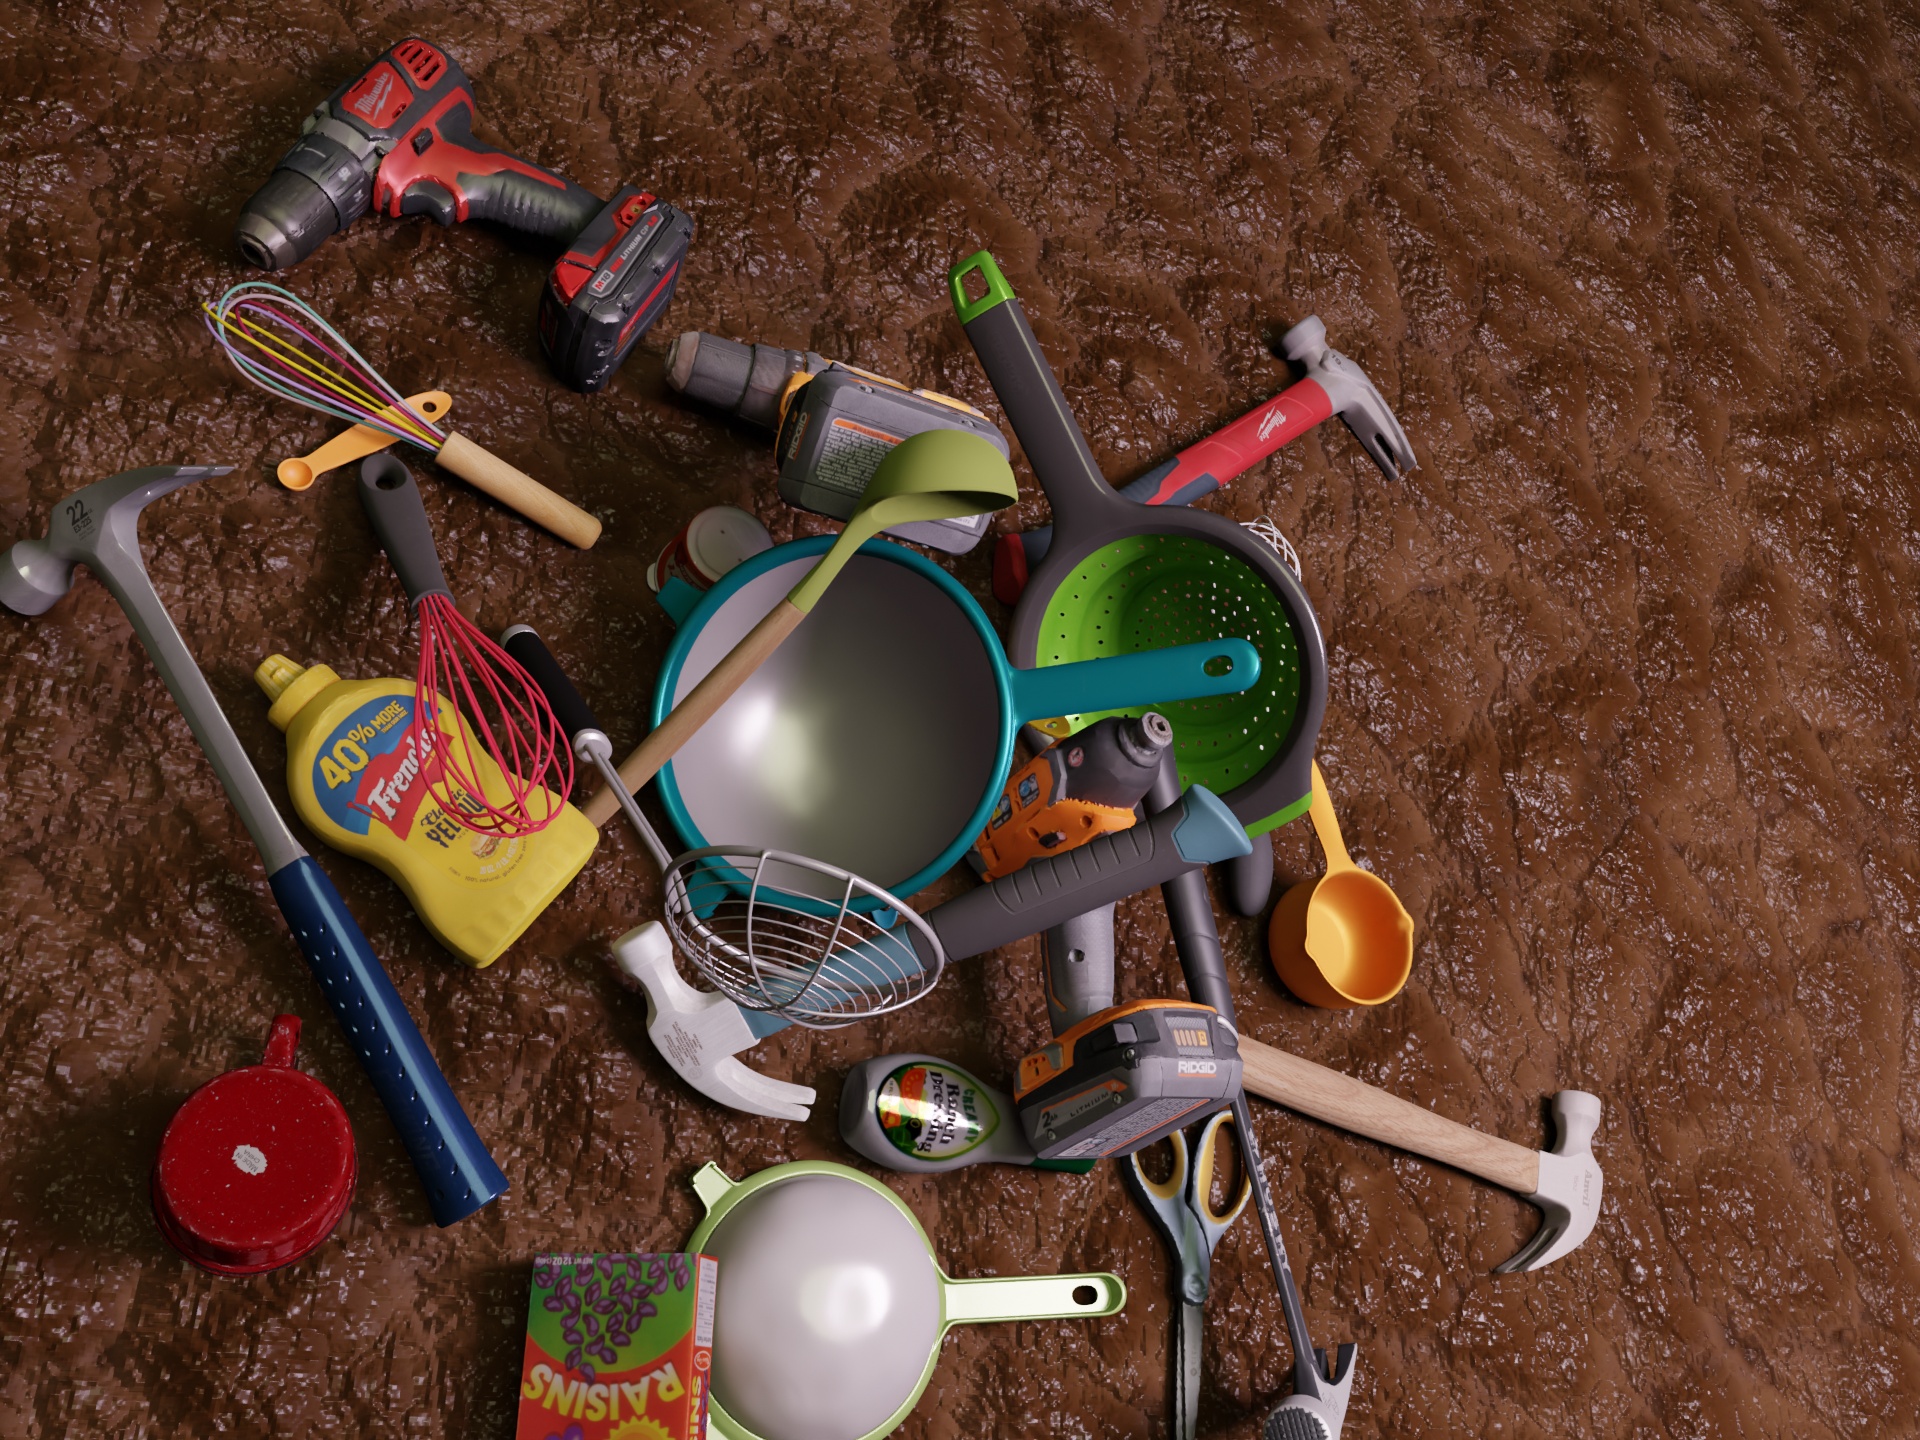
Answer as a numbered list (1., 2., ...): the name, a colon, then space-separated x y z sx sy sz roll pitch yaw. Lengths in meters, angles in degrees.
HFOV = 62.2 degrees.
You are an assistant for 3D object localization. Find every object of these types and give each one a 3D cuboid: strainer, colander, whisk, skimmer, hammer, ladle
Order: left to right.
1. hammer: -0.334 0.061 0.785 0.405 0.144 0.035 60 20 1
2. whisk: -0.316 -0.171 0.915 0.244 0.047 0.051 31 69 -19
3. whisk: -0.271 -0.047 0.836 0.073 0.073 0.296 -12 50 -28
4. skimmer: -0.138 0.026 0.787 0.090 0.127 0.364 -40 45 -6
5. ladle: -0.098 -0.034 0.846 0.062 0.320 0.078 49 13 15
6. strainer: -0.019 0.306 0.836 0.256 0.069 0.152 5 67 -21
7. hammer: -0.011 0.111 0.827 0.331 0.033 0.128 -23 101 10
8. strainer: -0.001 -0.003 0.894 0.340 0.095 0.211 -8 81 12
9. colander: 0.104 -0.112 1.011 0.397 0.204 0.094 64 28 -2
10. hammer: 0.176 -0.165 1.143 0.386 0.038 0.143 -34 87 -31
11. hammer: 0.157 0.199 0.918 0.149 0.036 0.409 24 51 -67
12. whisk: 0.198 -0.008 1.075 0.070 0.070 0.285 11 70 -20
13. hammer: 0.269 0.254 1.011 0.331 0.031 0.130 23 61 -14

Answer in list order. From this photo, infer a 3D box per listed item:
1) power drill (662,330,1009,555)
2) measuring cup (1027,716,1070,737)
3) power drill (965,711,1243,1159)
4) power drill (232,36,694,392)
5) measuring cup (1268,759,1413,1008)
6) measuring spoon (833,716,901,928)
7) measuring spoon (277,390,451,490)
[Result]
1. power drill: -0.079 -0.178 0.946 0.185 0.226 0.084 15 106 -19
2. measuring cup: 0.018 -0.016 0.961 0.062 0.029 0.157 -25 38 -23
3. power drill: 0.081 0.112 0.888 0.084 0.164 0.227 10 54 -33
4. power drill: -0.299 -0.296 0.964 0.226 0.080 0.188 32 59 -6
5. measuring cup: 0.232 0.103 1.039 0.095 0.052 0.174 -8 76 -31
6. measuring spoon: -0.050 0.062 0.959 0.042 0.021 0.129 -7 79 4
7. measuring spoon: -0.345 -0.163 0.925 0.021 0.011 0.117 50 55 -1
